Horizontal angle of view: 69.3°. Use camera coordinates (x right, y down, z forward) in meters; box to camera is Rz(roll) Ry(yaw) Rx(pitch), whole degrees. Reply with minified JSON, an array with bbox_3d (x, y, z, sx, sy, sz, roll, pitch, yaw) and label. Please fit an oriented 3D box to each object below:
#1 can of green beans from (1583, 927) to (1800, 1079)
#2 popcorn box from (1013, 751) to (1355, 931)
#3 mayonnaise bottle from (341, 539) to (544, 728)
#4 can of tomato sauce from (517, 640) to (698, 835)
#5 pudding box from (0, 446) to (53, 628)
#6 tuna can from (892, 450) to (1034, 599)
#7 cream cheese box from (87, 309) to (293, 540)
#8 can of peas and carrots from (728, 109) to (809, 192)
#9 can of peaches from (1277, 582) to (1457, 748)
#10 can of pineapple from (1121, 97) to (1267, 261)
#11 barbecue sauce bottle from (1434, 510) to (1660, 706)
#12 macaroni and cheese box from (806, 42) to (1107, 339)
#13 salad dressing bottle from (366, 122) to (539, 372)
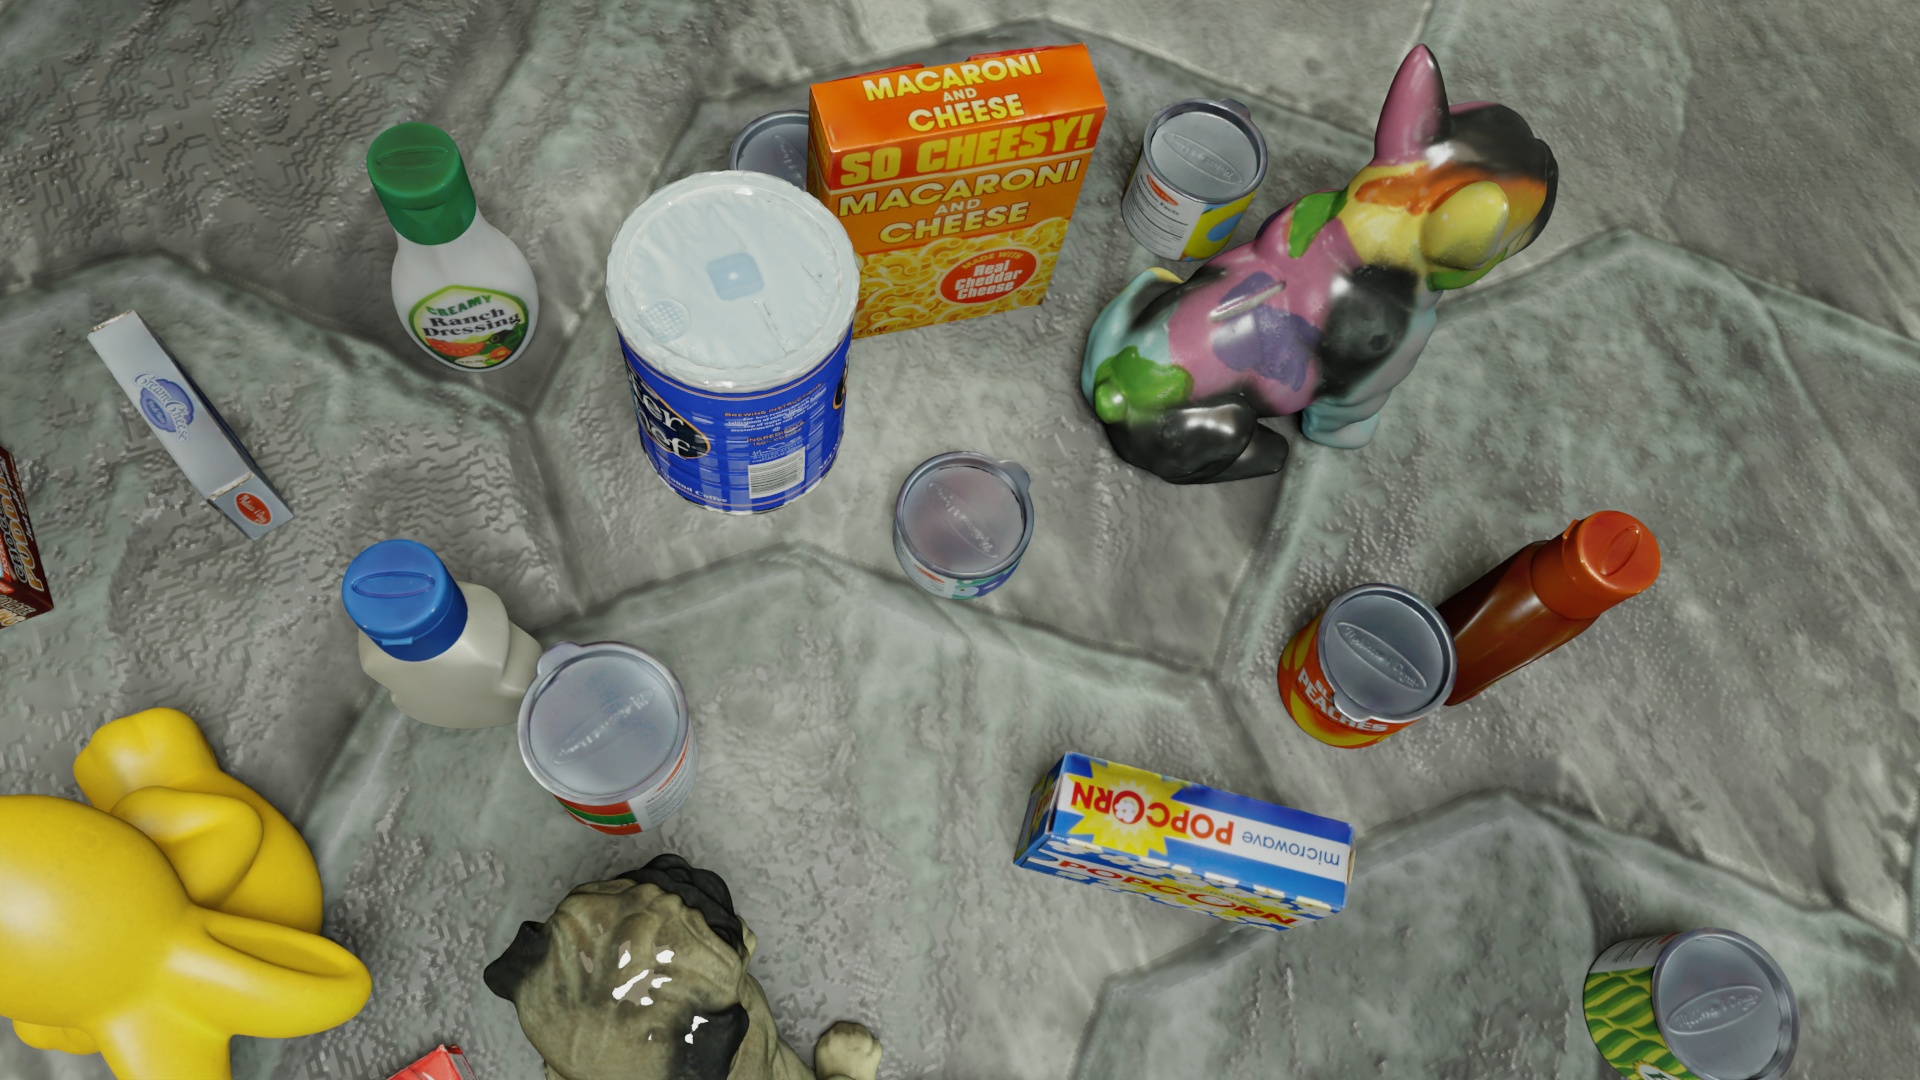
[{"bbox_3d":[0.320,0.207,0.613,0.071,0.057,0.071,3,69,-6],"label":"can of green beans"},{"bbox_3d":[0.093,0.132,0.598,0.127,0.085,0.038,15,68,-2],"label":"popcorn box"},{"bbox_3d":[-0.209,0.041,0.561,0.065,0.147,0.041,-2,70,-8],"label":"mayonnaise bottle"},{"bbox_3d":[-0.148,0.085,0.587,0.071,0.082,0.071,2,69,-6],"label":"can of tomato sauce"},{"bbox_3d":[-0.430,-0.008,0.604,0.030,0.049,0.084,-22,73,-15],"label":"pudding box"},{"bbox_3d":[0.002,-0.008,0.670,0.071,0.032,0.071,3,69,-6],"label":"tuna can"},{"bbox_3d":[-0.348,-0.051,0.630,0.024,0.053,0.104,-37,78,-18],"label":"cream cheese box"},{"bbox_3d":[-0.082,-0.176,0.710,0.071,0.058,0.071,3,69,-6],"label":"can of peas and carrots"},{"bbox_3d":[0.188,0.062,0.653,0.071,0.058,0.071,3,69,-6],"label":"can of peaches"},{"bbox_3d":[0.125,-0.193,0.744,0.071,0.057,0.071,3,69,-6],"label":"can of pineapple"},{"bbox_3d":[0.255,0.029,0.625,0.044,0.148,0.065,42,70,9],"label":"barbecue sauce bottle"},{"bbox_3d":[-0.010,-0.158,0.654,0.124,0.165,0.040,-13,71,-12],"label":"macaroni and cheese box"},{"bbox_3d":[-0.229,-0.128,0.624,0.064,0.147,0.044,-10,71,-11],"label":"salad dressing bottle"}]
